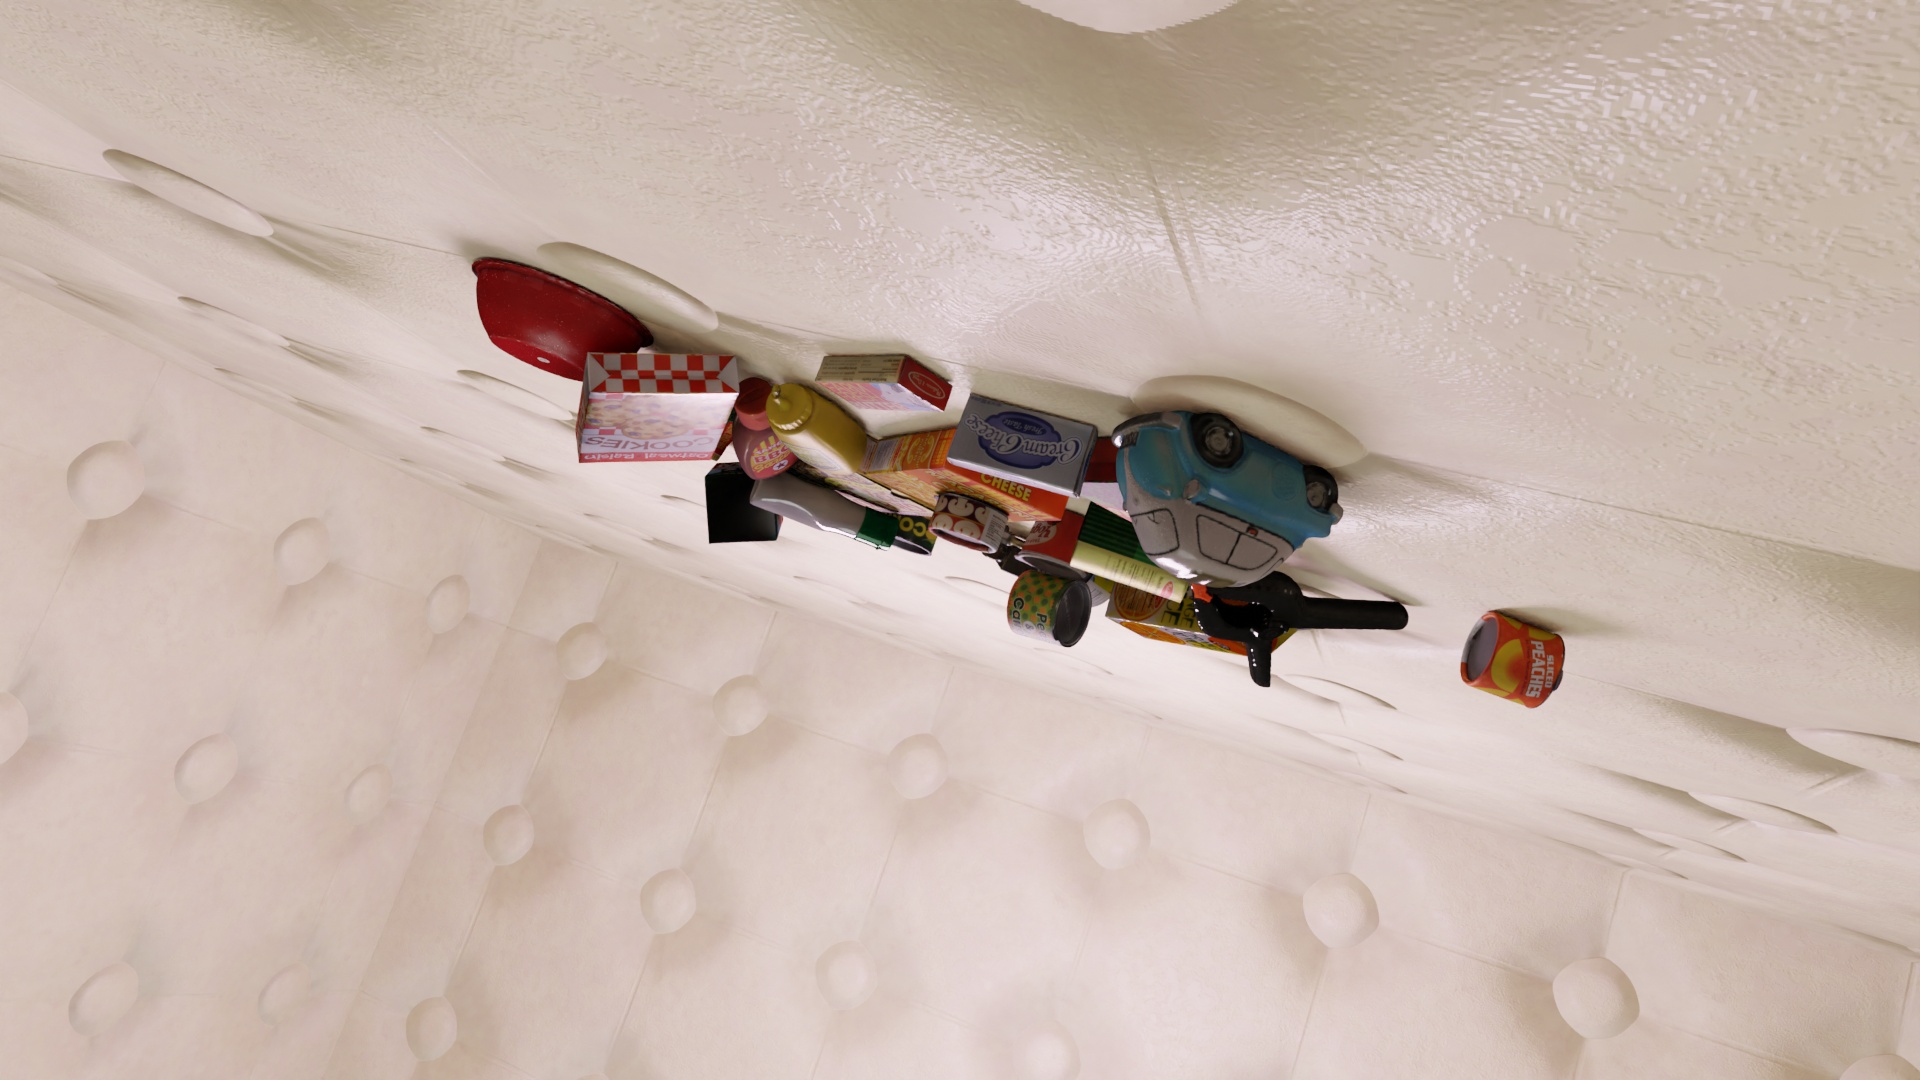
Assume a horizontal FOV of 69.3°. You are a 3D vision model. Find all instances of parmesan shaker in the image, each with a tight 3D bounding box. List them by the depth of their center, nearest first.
[{"bbox_3d":[0.155,0.006,1.218,0.103,0.071,0.071,19,170,6],"label":"parmesan shaker"}]

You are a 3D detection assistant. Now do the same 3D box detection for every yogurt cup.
[{"bbox_3d":[0.095,0.001,1.334,0.072,0.054,0.072,18,170,4],"label":"yogurt cup"}]

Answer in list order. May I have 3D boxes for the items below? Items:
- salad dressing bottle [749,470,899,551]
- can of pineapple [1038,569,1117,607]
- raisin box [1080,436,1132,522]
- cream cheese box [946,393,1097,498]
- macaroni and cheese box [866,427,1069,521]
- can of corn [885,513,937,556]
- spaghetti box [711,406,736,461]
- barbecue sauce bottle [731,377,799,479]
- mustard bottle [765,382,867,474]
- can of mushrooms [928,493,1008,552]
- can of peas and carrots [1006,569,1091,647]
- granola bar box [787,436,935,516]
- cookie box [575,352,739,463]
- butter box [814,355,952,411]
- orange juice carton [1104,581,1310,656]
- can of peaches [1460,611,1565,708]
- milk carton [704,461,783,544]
[{"bbox_3d":[-0.135,-0.031,1.393,0.148,0.044,0.064,22,168,-15],"label":"salad dressing bottle"},{"bbox_3d":[0.121,0.028,1.405,0.071,0.071,0.058,12,168,35],"label":"can of pineapple"},{"bbox_3d":[0.149,-0.038,1.066,0.123,0.040,0.086,25,168,-32],"label":"raisin box"},{"bbox_3d":[0.047,-0.071,1.038,0.104,0.053,0.024,16,171,15],"label":"cream cheese box"},{"bbox_3d":[0.005,-0.056,1.234,0.124,0.040,0.166,23,170,-24],"label":"macaroni and cheese box"},{"bbox_3d":[-0.052,-0.023,1.469,0.071,0.058,0.071,19,170,4],"label":"can of corn"},{"bbox_3d":[-0.254,-0.118,1.420,0.050,0.029,0.249,21,170,-13],"label":"spaghetti box"},{"bbox_3d":[-0.182,-0.104,1.278,0.044,0.065,0.148,59,170,15],"label":"barbecue sauce bottle"},{"bbox_3d":[-0.134,-0.103,1.218,0.065,0.049,0.160,13,169,21],"label":"mustard bottle"},{"bbox_3d":[0.004,-0.015,1.233,0.071,0.033,0.071,18,171,3],"label":"can of mushrooms"},{"bbox_3d":[0.084,0.067,1.341,0.059,0.071,0.071,12,168,35],"label":"can of peas and carrots"},{"bbox_3d":[-0.100,-0.065,1.388,0.124,0.039,0.165,26,168,-36],"label":"granola bar box"},{"bbox_3d":[-0.270,-0.115,1.222,0.123,0.040,0.167,-2,163,-19],"label":"cookie box"},{"bbox_3d":[-0.059,-0.120,1.057,0.103,0.024,0.053,8,164,47],"label":"butter box"},{"bbox_3d":[0.240,0.064,1.345,0.072,0.073,0.192,28,166,-40],"label":"orange juice carton"},{"bbox_3d":[0.455,0.098,1.145,0.058,0.071,0.071,20,170,-1],"label":"can of peaches"},{"bbox_3d":[-0.232,-0.047,1.506,0.072,0.073,0.191,-3,-171,-5],"label":"milk carton"}]
